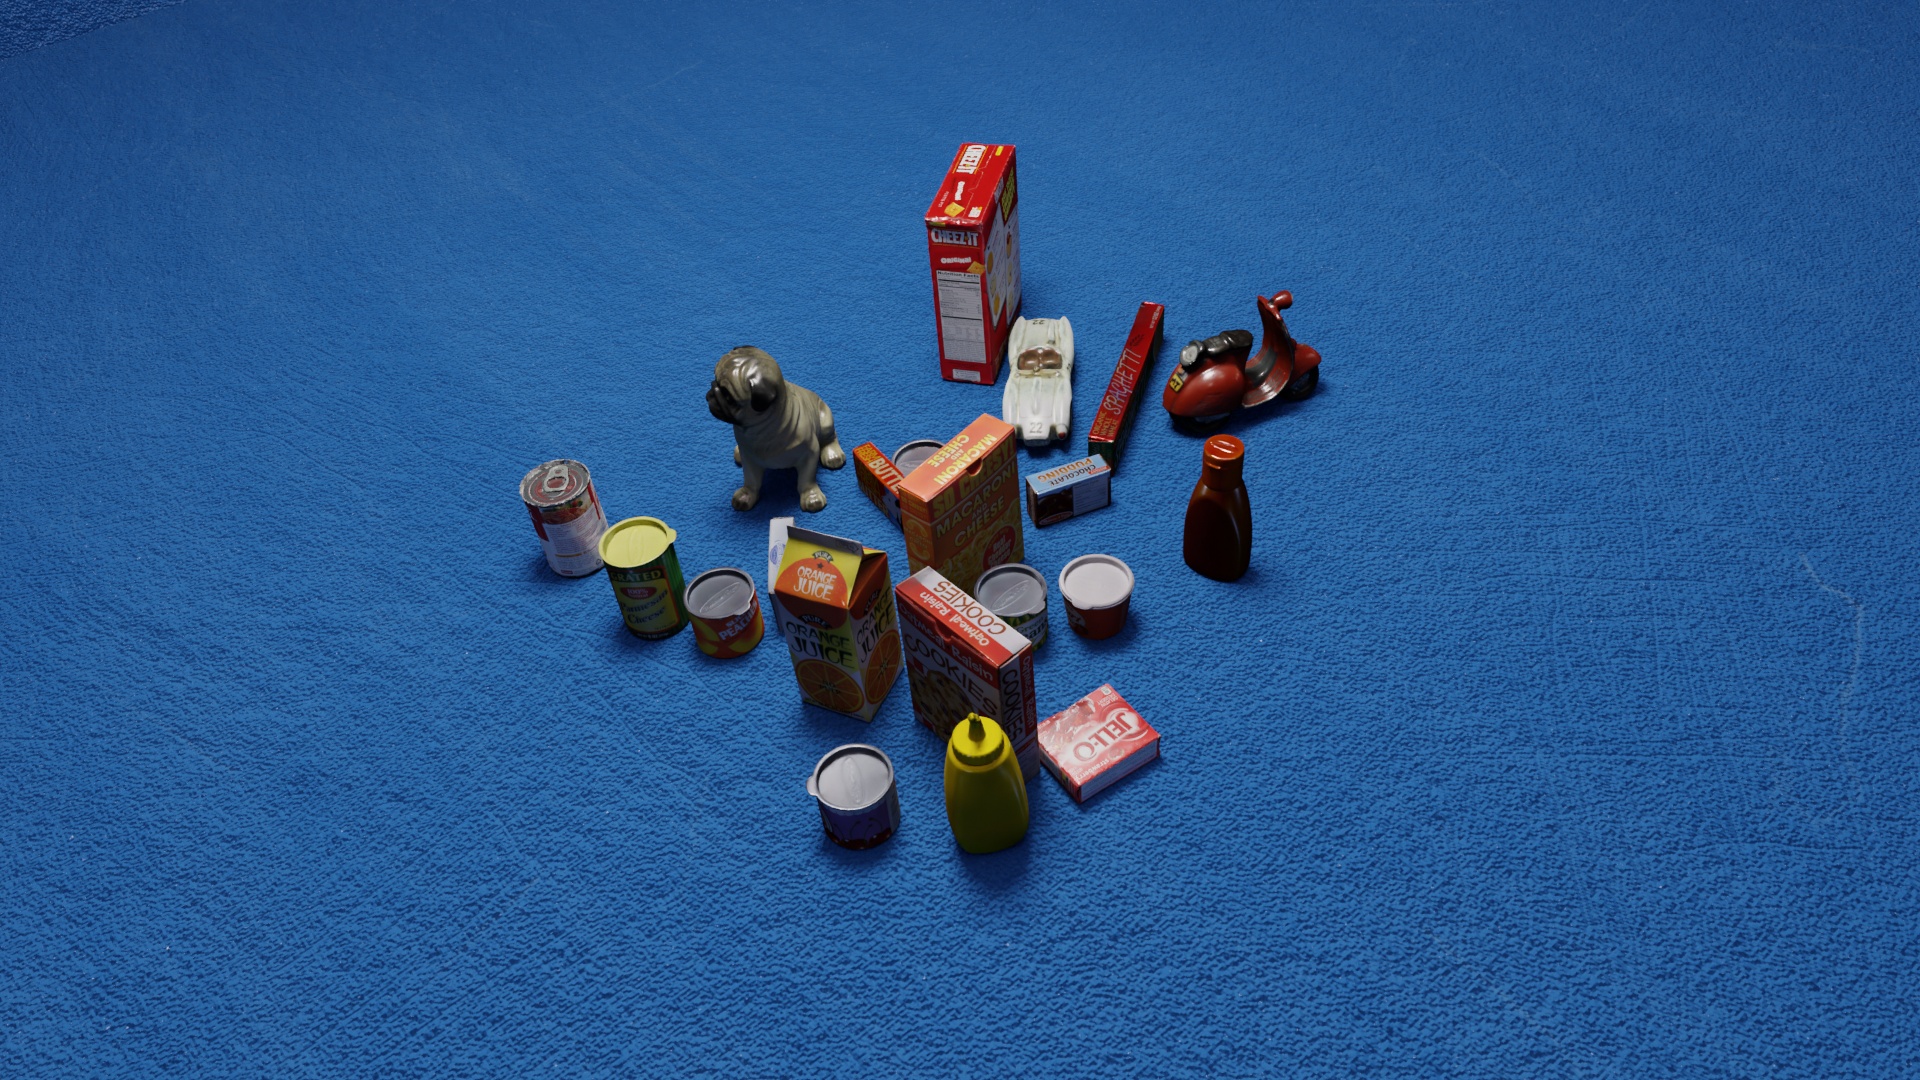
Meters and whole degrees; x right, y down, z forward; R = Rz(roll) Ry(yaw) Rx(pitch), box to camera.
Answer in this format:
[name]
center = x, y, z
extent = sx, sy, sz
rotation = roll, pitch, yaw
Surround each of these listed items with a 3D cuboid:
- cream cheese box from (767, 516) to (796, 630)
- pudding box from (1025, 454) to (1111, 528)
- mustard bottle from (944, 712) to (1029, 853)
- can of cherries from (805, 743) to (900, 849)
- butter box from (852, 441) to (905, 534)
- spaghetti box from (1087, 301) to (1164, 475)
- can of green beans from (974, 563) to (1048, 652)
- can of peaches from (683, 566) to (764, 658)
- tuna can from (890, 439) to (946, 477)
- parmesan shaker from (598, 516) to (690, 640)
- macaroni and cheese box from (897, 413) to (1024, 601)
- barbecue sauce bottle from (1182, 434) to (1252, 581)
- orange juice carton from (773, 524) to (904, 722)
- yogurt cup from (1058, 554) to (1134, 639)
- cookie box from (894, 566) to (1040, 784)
[cream cheese box]
center = -0.168, 0.031, 1.333
extent = 0.024, 0.053, 0.104
rotation = -6, 44, 0
[pudding box]
center = 0.108, -0.050, 1.390
extent = 0.084, 0.049, 0.030
rotation = -18, 45, -13
[mustard bottle]
center = 0.018, 0.181, 1.080
extent = 0.065, 0.159, 0.049
rotation = -12, 44, -6
[can of cherries]
center = -0.087, 0.210, 1.135
extent = 0.071, 0.058, 0.072
rotation = -3, 44, 3
[butter box]
center = -0.073, -0.052, 1.409
extent = 0.024, 0.052, 0.104
rotation = -27, 48, -20
[spaghetti box]
center = 0.181, -0.167, 1.504
extent = 0.029, 0.050, 0.251
rotation = 10, 46, 16
[can of green beans]
center = 0.047, 0.064, 1.272
extent = 0.071, 0.057, 0.071
rotation = -3, 44, 3
[can of peaches]
center = -0.218, 0.069, 1.296
extent = 0.071, 0.057, 0.071
rotation = -3, 44, 3
[tuna can]
center = -0.038, -0.070, 1.439
extent = 0.071, 0.032, 0.071
rotation = -3, 44, 3
[parmesan shaker]
center = -0.291, 0.037, 1.305
extent = 0.071, 0.102, 0.072
rotation = -3, 44, 3
[macaroni and cheese box]
center = 0.005, -0.016, 1.282
extent = 0.040, 0.165, 0.124
rotation = 28, 53, 30
[barbecue sauce bottle]
center = 0.240, -0.030, 1.284
extent = 0.065, 0.147, 0.044
rotation = 24, 51, 27
[orange juice carton]
center = -0.104, 0.063, 1.193
extent = 0.072, 0.191, 0.073
rotation = 15, 48, 20
[yogurt cup]
center = 0.125, 0.054, 1.277
extent = 0.072, 0.053, 0.073
rotation = -3, 44, 3
[cookie box]
center = 0.007, 0.117, 1.143
extent = 0.040, 0.166, 0.123
rotation = -35, 51, -27
